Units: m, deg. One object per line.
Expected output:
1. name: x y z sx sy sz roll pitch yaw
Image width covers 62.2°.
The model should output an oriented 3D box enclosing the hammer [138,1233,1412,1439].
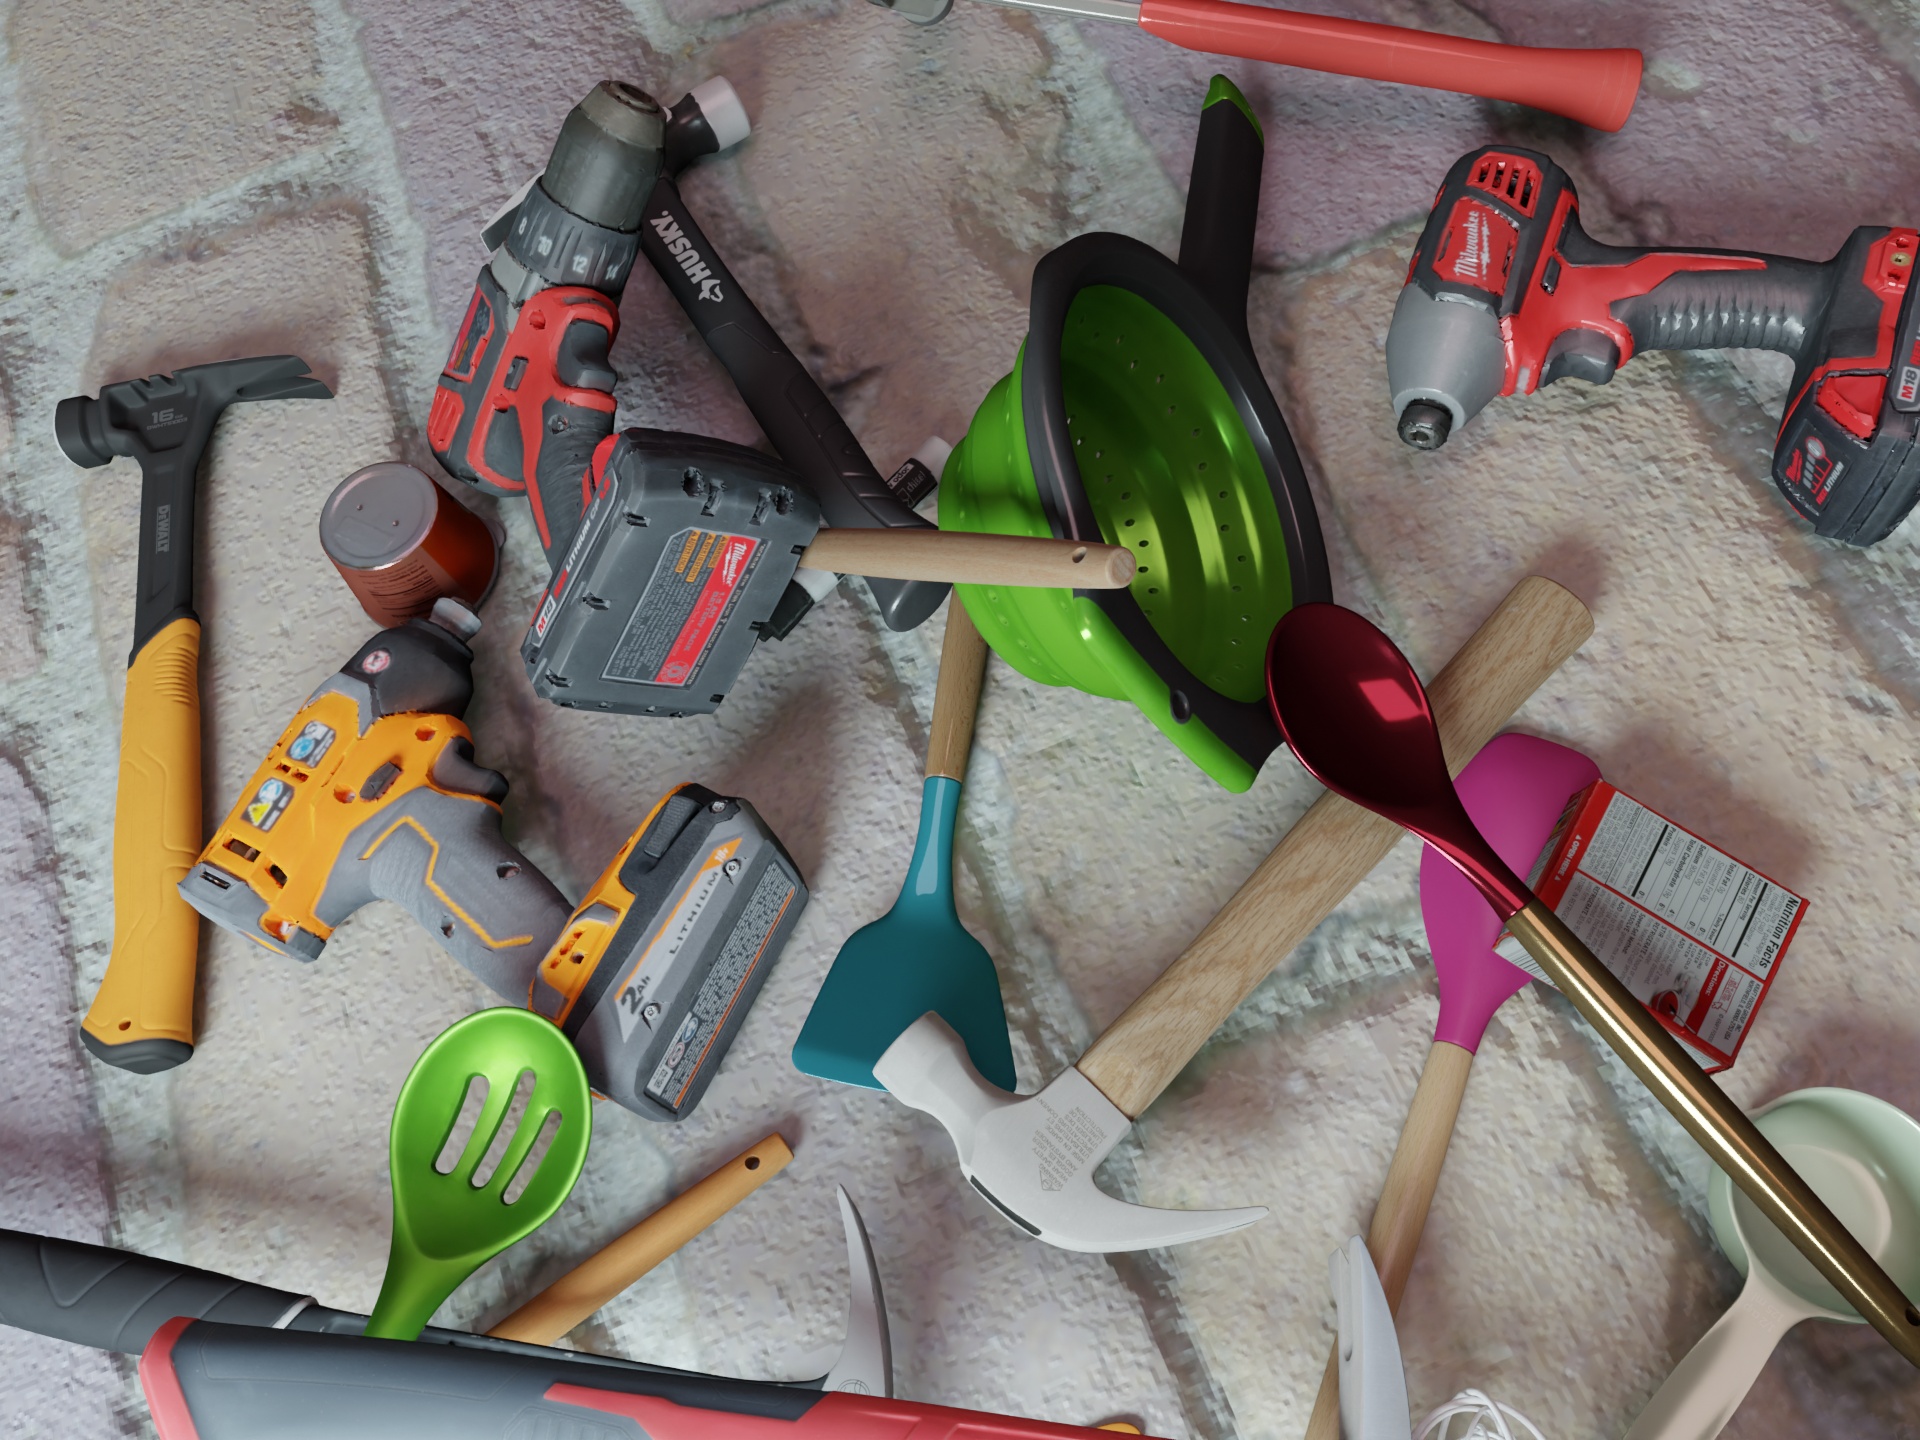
1. hammer: -0.051 0.211 0.497 0.386 0.038 0.143 9 56 -2

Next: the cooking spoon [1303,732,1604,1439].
1. cooking spoon: 0.173 0.144 0.580 0.069 0.017 0.319 20 70 15

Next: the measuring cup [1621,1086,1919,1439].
1. measuring cup: 0.266 0.199 0.536 0.083 0.038 0.167 40 79 20

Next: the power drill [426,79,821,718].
1. power drill: -0.141 -0.132 0.641 0.187 0.080 0.227 -57 47 28

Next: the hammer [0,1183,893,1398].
1. hammer: -0.220 0.214 0.561 0.409 0.036 0.149 6 59 11

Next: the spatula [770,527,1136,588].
1. spatula: -0.048 -0.062 0.601 0.316 0.018 0.060 10 75 52

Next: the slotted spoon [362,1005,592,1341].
1. slotted spoon: -0.208 0.240 0.507 0.070 0.031 0.314 23 72 10

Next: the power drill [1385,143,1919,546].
1. power drill: 0.292 -0.156 0.666 0.220 0.078 0.143 18 70 17

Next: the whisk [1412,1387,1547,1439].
1. whisk: 0.161 0.337 0.486 0.057 0.059 0.246 8 72 -8

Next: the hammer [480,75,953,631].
1. hammer: -0.101 -0.166 0.725 0.146 0.035 0.335 -31 61 -6

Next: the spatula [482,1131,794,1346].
1. spatula: -0.196 0.253 0.579 0.322 0.041 0.081 -34 66 -12

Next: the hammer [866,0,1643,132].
1. hammer: 0.132 -0.319 0.735 0.359 0.149 0.036 10 110 3

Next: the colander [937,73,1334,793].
1. colander: 0.072 -0.141 0.674 0.094 0.204 0.397 -20 42 35

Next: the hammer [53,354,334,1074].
1. hammer: -0.346 -0.014 0.705 0.127 0.034 0.337 -11 66 3

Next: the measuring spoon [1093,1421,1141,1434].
1. measuring spoon: 0.012 0.276 0.547 0.117 0.011 0.021 -30 67 -6

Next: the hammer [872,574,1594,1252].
1. hammer: 0.130 0.060 0.590 0.130 0.031 0.331 43 71 15

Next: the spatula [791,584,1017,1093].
1. spatula: -0.001 -0.002 0.651 0.082 0.044 0.318 8 66 1

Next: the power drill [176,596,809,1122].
1. power drill: -0.179 0.045 0.635 0.226 0.084 0.164 21 70 19

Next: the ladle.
1. ladle: 0.212 0.084 0.547 0.069 0.031 0.316 -29 70 -29
